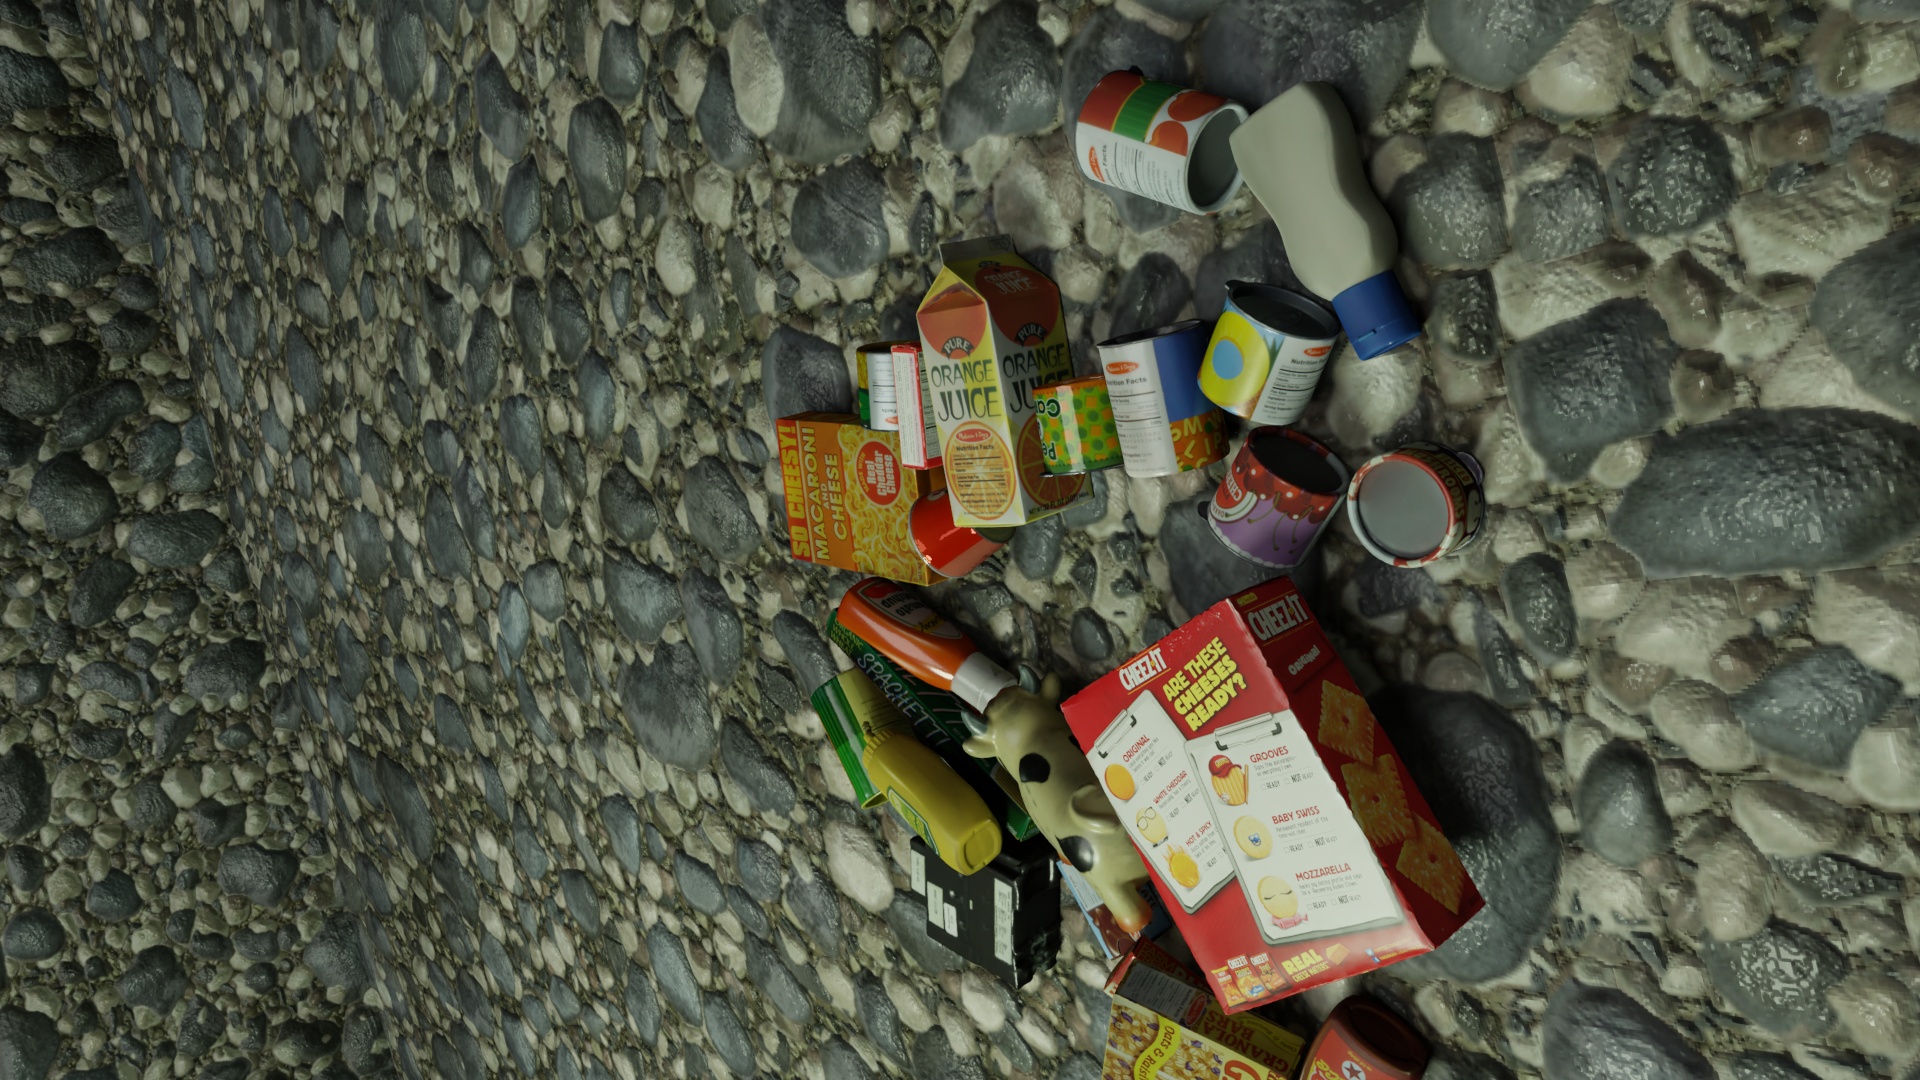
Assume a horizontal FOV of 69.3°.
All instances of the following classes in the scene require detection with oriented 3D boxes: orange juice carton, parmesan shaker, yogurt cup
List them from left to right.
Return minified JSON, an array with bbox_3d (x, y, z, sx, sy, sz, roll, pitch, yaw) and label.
[{"bbox_3d":[-0.073,0.161,1.156,0.071,0.071,0.103,-47,65,45],"label":"parmesan shaker"},{"bbox_3d":[0.004,-0.013,1.014,0.053,0.072,0.072,-30,81,40],"label":"yogurt cup"},{"bbox_3d":[0.027,-0.110,0.947,0.073,0.072,0.192,-1,103,47],"label":"orange juice carton"}]

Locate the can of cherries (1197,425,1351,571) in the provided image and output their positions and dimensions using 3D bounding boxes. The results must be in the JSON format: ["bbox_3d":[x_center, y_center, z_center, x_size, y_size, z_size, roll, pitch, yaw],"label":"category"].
[{"bbox_3d":[0.182,-0.026,0.809,0.071,0.072,0.058,46,132,27],"label":"can of cherries"}]

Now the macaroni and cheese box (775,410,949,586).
[{"bbox_3d":[-0.075,-0.037,1.108,0.166,0.040,0.123,9,110,45],"label":"macaroni and cheese box"}]

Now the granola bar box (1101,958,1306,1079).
[{"bbox_3d":[0.161,0.378,0.957,0.124,0.039,0.164,20,129,24],"label":"granola bar box"}]

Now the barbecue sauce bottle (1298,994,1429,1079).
[{"bbox_3d":[0.245,0.364,0.898,0.065,0.044,0.147,35,127,28],"label":"barbecue sauce bottle"}]

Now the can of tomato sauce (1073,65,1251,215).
[{"bbox_3d":[0.120,-0.234,0.809,0.083,0.071,0.070,30,124,37],"label":"can of tomato sauce"}]

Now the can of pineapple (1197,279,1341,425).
[{"bbox_3d":[0.174,-0.108,0.793,0.071,0.071,0.057,40,130,31],"label":"can of pineapple"}]

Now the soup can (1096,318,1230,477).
[{"bbox_3d":[0.127,-0.088,0.851,0.071,0.071,0.083,-1,107,48],"label":"soup can"}]

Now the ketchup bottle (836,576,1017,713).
[{"bbox_3d":[-0.024,0.083,1.081,0.149,0.065,0.043,33,114,25],"label":"ketchup bottle"}]

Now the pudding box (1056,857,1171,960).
[{"bbox_3d":[0.111,0.259,1.017,0.049,0.030,0.084,-44,71,45],"label":"pudding box"}]

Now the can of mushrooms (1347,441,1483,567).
[{"bbox_3d":[0.251,-0.021,0.764,0.071,0.033,0.070,19,117,43],"label":"can of mushrooms"}]

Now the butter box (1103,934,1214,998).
[{"bbox_3d":[0.155,0.328,0.975,0.103,0.024,0.052,36,131,10],"label":"butter box"}]

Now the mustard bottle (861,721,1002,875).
[{"bbox_3d":[-0.033,0.188,1.067,0.160,0.049,0.065,37,153,41],"label":"mustard bottle"}]

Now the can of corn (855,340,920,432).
[{"bbox_3d":[-0.043,-0.116,1.028,0.071,0.071,0.058,13,113,44],"label":"can of corn"}]

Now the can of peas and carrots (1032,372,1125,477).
[{"bbox_3d":[0.081,-0.076,0.902,0.071,0.071,0.058,-2,102,48],"label":"can of peas and carrots"}]

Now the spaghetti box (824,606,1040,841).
[{"bbox_3d":[-0.014,0.133,1.094,0.251,0.050,0.028,43,130,29],"label":"spaghetti box"}]

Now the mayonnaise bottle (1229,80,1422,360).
[{"bbox_3d":[0.203,-0.172,0.758,0.064,0.041,0.148,-30,82,48],"label":"mayonnaise bottle"}]
